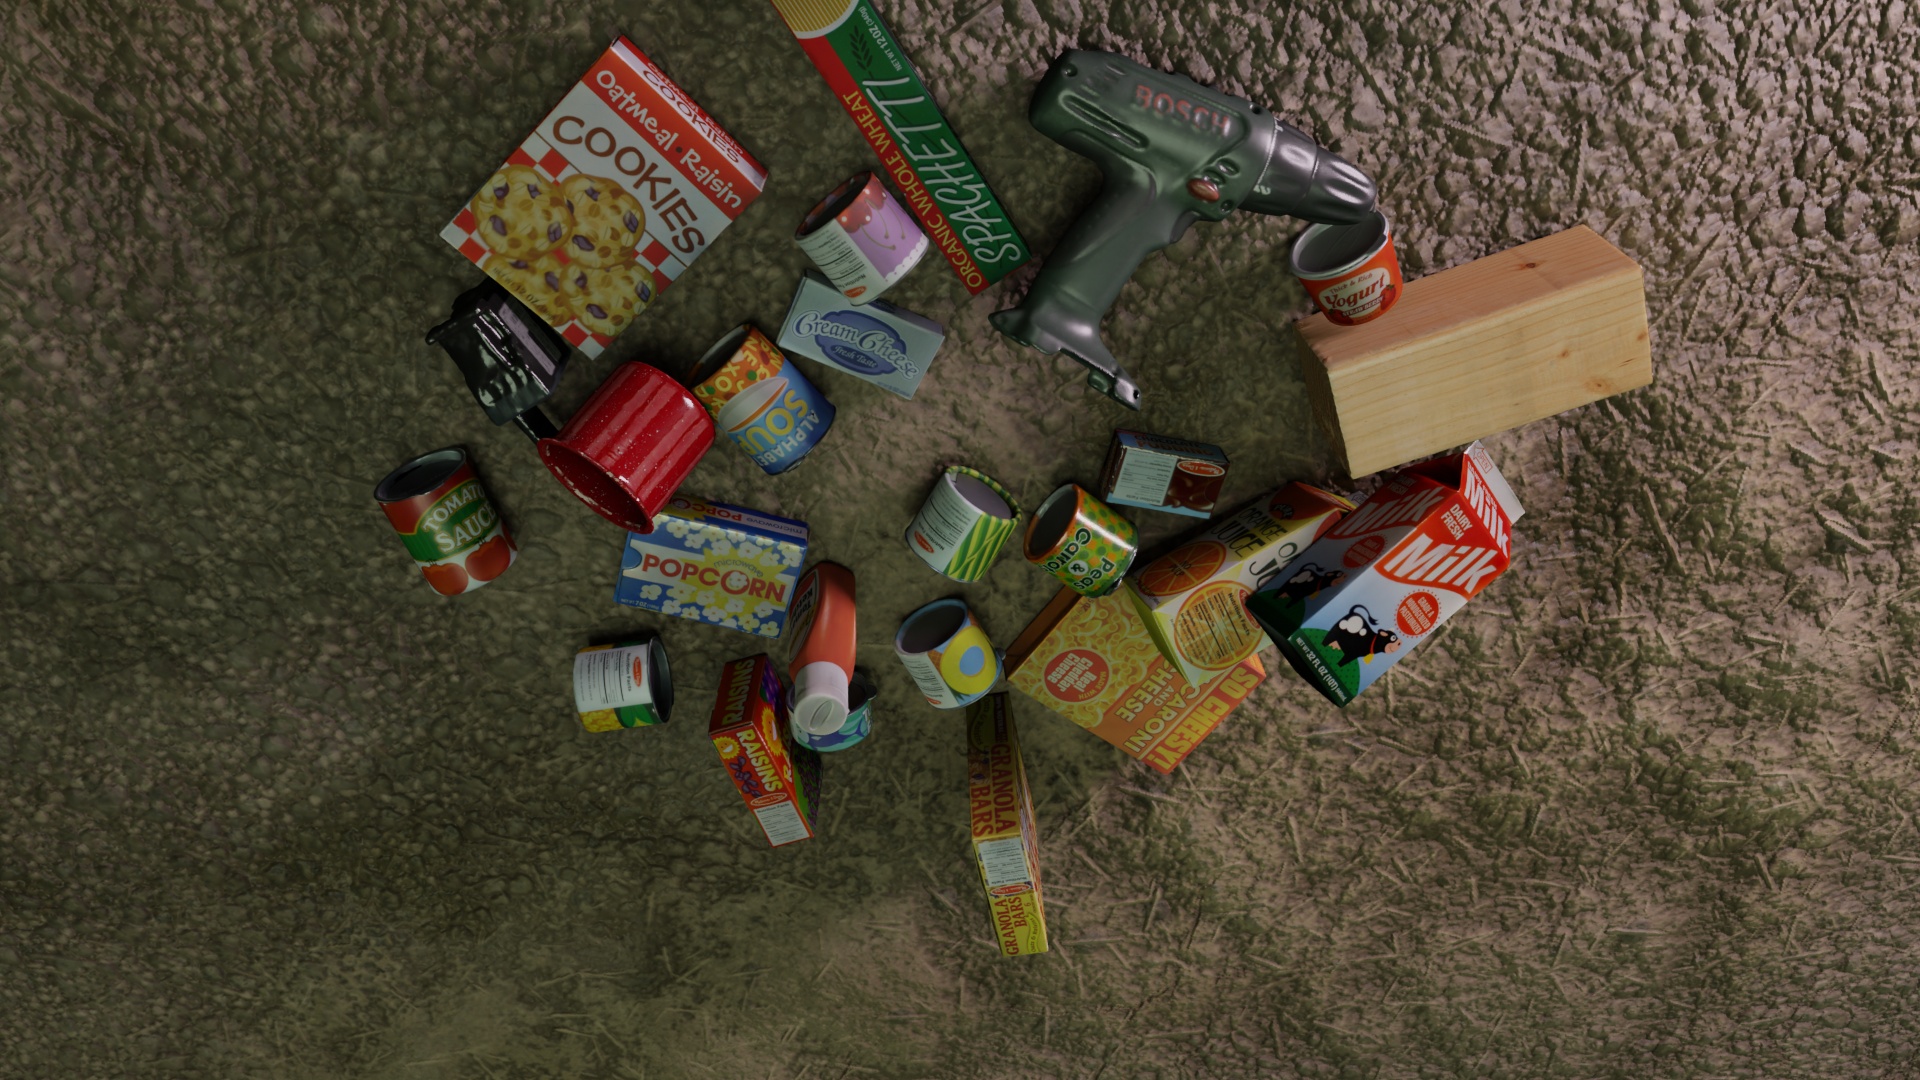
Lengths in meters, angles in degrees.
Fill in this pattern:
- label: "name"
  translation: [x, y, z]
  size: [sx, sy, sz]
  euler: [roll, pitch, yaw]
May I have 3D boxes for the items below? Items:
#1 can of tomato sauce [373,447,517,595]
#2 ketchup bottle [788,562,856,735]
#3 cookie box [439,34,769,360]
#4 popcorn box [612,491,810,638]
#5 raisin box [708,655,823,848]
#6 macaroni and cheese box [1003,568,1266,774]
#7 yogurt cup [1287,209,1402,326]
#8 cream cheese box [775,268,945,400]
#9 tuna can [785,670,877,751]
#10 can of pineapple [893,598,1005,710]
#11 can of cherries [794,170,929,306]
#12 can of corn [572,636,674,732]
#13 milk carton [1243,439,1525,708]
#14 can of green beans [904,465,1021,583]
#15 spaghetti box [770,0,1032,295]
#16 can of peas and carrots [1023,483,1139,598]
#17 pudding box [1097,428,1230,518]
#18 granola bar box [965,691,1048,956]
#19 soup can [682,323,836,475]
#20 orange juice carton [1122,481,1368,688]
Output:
- label: "can of tomato sauce"
  translation: [-0.358, -0.012, 0.973]
  size: [0.071, 0.071, 0.082]
  euler: [-16, 121, 5]
- label: "ketchup bottle"
  translation: [-0.099, 0.079, 1.000]
  size: [0.043, 0.149, 0.064]
  euler: [24, 116, -18]
- label: "cookie box"
  translation: [-0.224, -0.215, 0.882]
  size: [0.167, 0.040, 0.123]
  euler: [-40, 116, 19]
- label: "popcorn box"
  translation: [-0.182, 0.016, 1.021]
  size: [0.127, 0.038, 0.084]
  euler: [14, 119, -12]
- label: "raisin box"
  translation: [-0.150, 0.164, 1.082]
  size: [0.040, 0.086, 0.123]
  euler: [-15, 121, 10]
- label: "macaroni and cheese box"
  translation: [0.136, 0.098, 1.093]
  size: [0.166, 0.040, 0.123]
  euler: [32, 113, -20]
- label: "yogurt cup"
  translation: [0.260, -0.180, 0.926]
  size: [0.072, 0.073, 0.053]
  euler: [-29, 126, 13]
- label: "cream cheese box"
  translation: [-0.068, -0.140, 0.946]
  size: [0.104, 0.024, 0.053]
  euler: [21, 116, -16]
- label: "tuna can"
  translation: [-0.098, 0.131, 1.079]
  size: [0.071, 0.071, 0.032]
  euler: [-5, 122, -1]
- label: "can of pineapple"
  translation: [-0.008, 0.085, 1.060]
  size: [0.071, 0.071, 0.057]
  euler: [-25, 119, 10]
- label: "can of cherries"
  translation: [-0.063, -0.195, 0.892]
  size: [0.071, 0.072, 0.058]
  euler: [-35, 116, 16]
- label: "can of corn"
  translation: [-0.255, 0.111, 1.056]
  size: [0.058, 0.071, 0.070]
  euler: [-8, 121, 1]
- label: "milk carton"
  translation: [0.298, 0.017, 0.949]
  size: [0.190, 0.073, 0.072]
  euler: [-40, 110, 0]
- label: "can of green beans"
  translation: [0.002, -0.012, 1.002]
  size: [0.071, 0.071, 0.057]
  euler: [26, 115, -18]
- label: "spaghetti box"
  translation: [-0.038, -0.265, 0.872]
  size: [0.050, 0.029, 0.249]
  euler: [-31, 118, 13]
- label: "can of peas and carrots"
  translation: [0.087, 0.002, 1.014]
  size: [0.058, 0.071, 0.070]
  euler: [32, 113, -20]
- label: "pudding box"
  translation: [0.148, -0.048, 1.013]
  size: [0.084, 0.030, 0.049]
  euler: [9, 118, -10]
- label: "granola bar box"
  translation: [0.034, 0.218, 1.083]
  size: [0.039, 0.166, 0.123]
  euler: [-10, 121, 5]
- label: "soup can"
  translation: [-0.136, -0.094, 0.940]
  size: [0.071, 0.072, 0.083]
  euler: [-37, 116, 16]
- label: "orange juice carton"
  translation: [0.225, 0.021, 1.013]
  size: [0.193, 0.072, 0.073]
  euler: [-29, 111, -2]
